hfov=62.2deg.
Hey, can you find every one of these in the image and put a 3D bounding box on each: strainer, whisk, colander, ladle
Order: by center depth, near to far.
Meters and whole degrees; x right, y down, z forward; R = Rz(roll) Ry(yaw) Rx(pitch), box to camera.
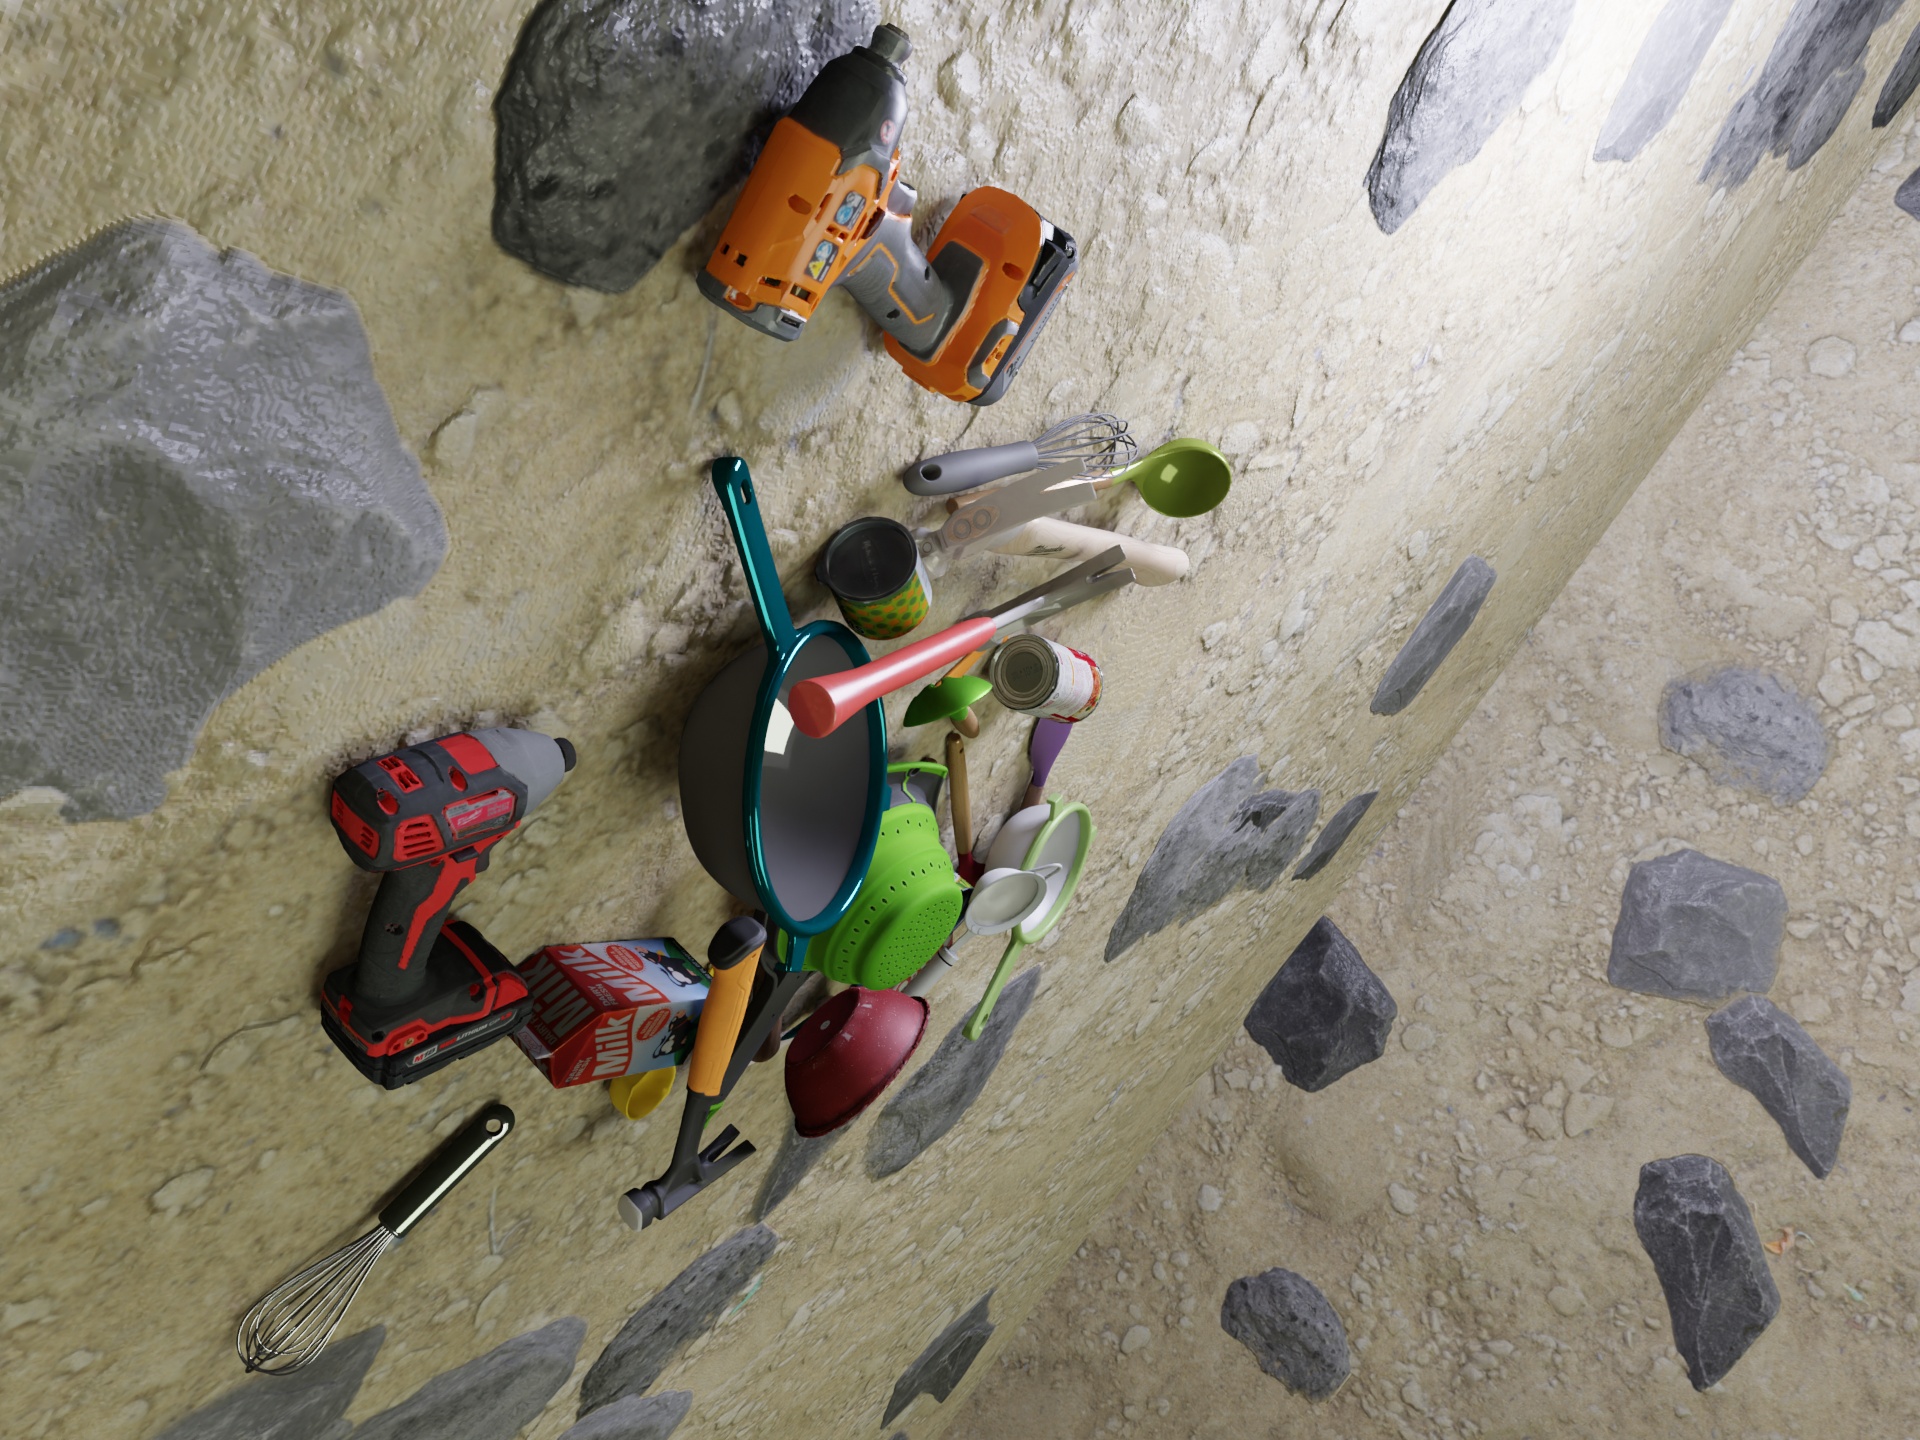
[{"bbox_3d":[-0.141,-0.016,1.038,0.211,0.095,0.340,-62,148,-49],"label":"strainer"},{"bbox_3d":[-0.422,0.375,1.159,0.246,0.057,0.059,-45,-171,-19],"label":"whisk"},{"bbox_3d":[0.048,-0.190,1.160,0.239,0.055,0.055,-19,141,-41],"label":"whisk"},{"bbox_3d":[0.107,-0.180,1.263,0.320,0.062,0.078,-18,158,-45],"label":"ladle"},{"bbox_3d":[-0.109,0.218,1.323,0.397,0.095,0.204,-57,154,16],"label":"colander"},{"bbox_3d":[-0.008,0.213,1.487,0.258,0.050,0.086,-47,140,6],"label":"strainer"},{"bbox_3d":[0.002,0.106,1.517,0.069,0.031,0.315,-45,154,-26],"label":"ladle"},{"bbox_3d":[0.044,0.188,1.577,0.256,0.069,0.151,-64,155,-7],"label":"strainer"}]

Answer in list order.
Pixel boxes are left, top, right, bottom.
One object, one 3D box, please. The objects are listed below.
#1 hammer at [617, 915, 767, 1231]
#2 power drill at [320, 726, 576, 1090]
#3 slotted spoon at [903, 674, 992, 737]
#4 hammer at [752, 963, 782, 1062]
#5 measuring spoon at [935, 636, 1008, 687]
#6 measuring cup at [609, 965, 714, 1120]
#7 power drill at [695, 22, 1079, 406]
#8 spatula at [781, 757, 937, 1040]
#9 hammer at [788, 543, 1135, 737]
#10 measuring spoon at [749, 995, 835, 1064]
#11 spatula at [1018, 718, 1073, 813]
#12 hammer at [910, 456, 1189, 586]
[{"bbox_3d":[-0.190,0.269,1.235,0.127,0.034,0.336,-27,148,-42],"label":"hammer"},{"bbox_3d":[-0.302,0.101,0.942,0.143,0.079,0.219,-23,141,-46],"label":"power drill"},{"bbox_3d":[-0.002,-0.004,1.256,0.070,0.031,0.313,-24,174,2],"label":"slotted spoon"},{"bbox_3d":[-0.156,0.189,1.357,0.130,0.031,0.331,-32,150,-35],"label":"hammer"},{"bbox_3d":[0.001,-0.038,1.329,0.117,0.011,0.021,-45,155,-12],"label":"measuring spoon"},{"bbox_3d":[-0.242,0.257,1.325,0.156,0.029,0.062,-61,156,-5],"label":"measuring cup"},{"bbox_3d":[-0.028,-0.272,0.881,0.226,0.084,0.164,7,119,-57],"label":"power drill"},{"bbox_3d":[-0.082,0.169,1.447,0.082,0.044,0.317,-9,125,-51],"label":"spatula"},{"bbox_3d":[-0.003,-0.055,1.110,0.149,0.036,0.359,-24,-177,30],"label":"hammer"},{"bbox_3d":[-0.165,0.295,1.514,0.124,0.018,0.034,-26,141,-30],"label":"measuring spoon"},{"bbox_3d":[0.070,0.082,1.604,0.060,0.018,0.315,-23,143,-38],"label":"spatula"},{"bbox_3d":[0.112,-0.144,1.279,0.146,0.038,0.410,-22,171,26],"label":"hammer"}]
